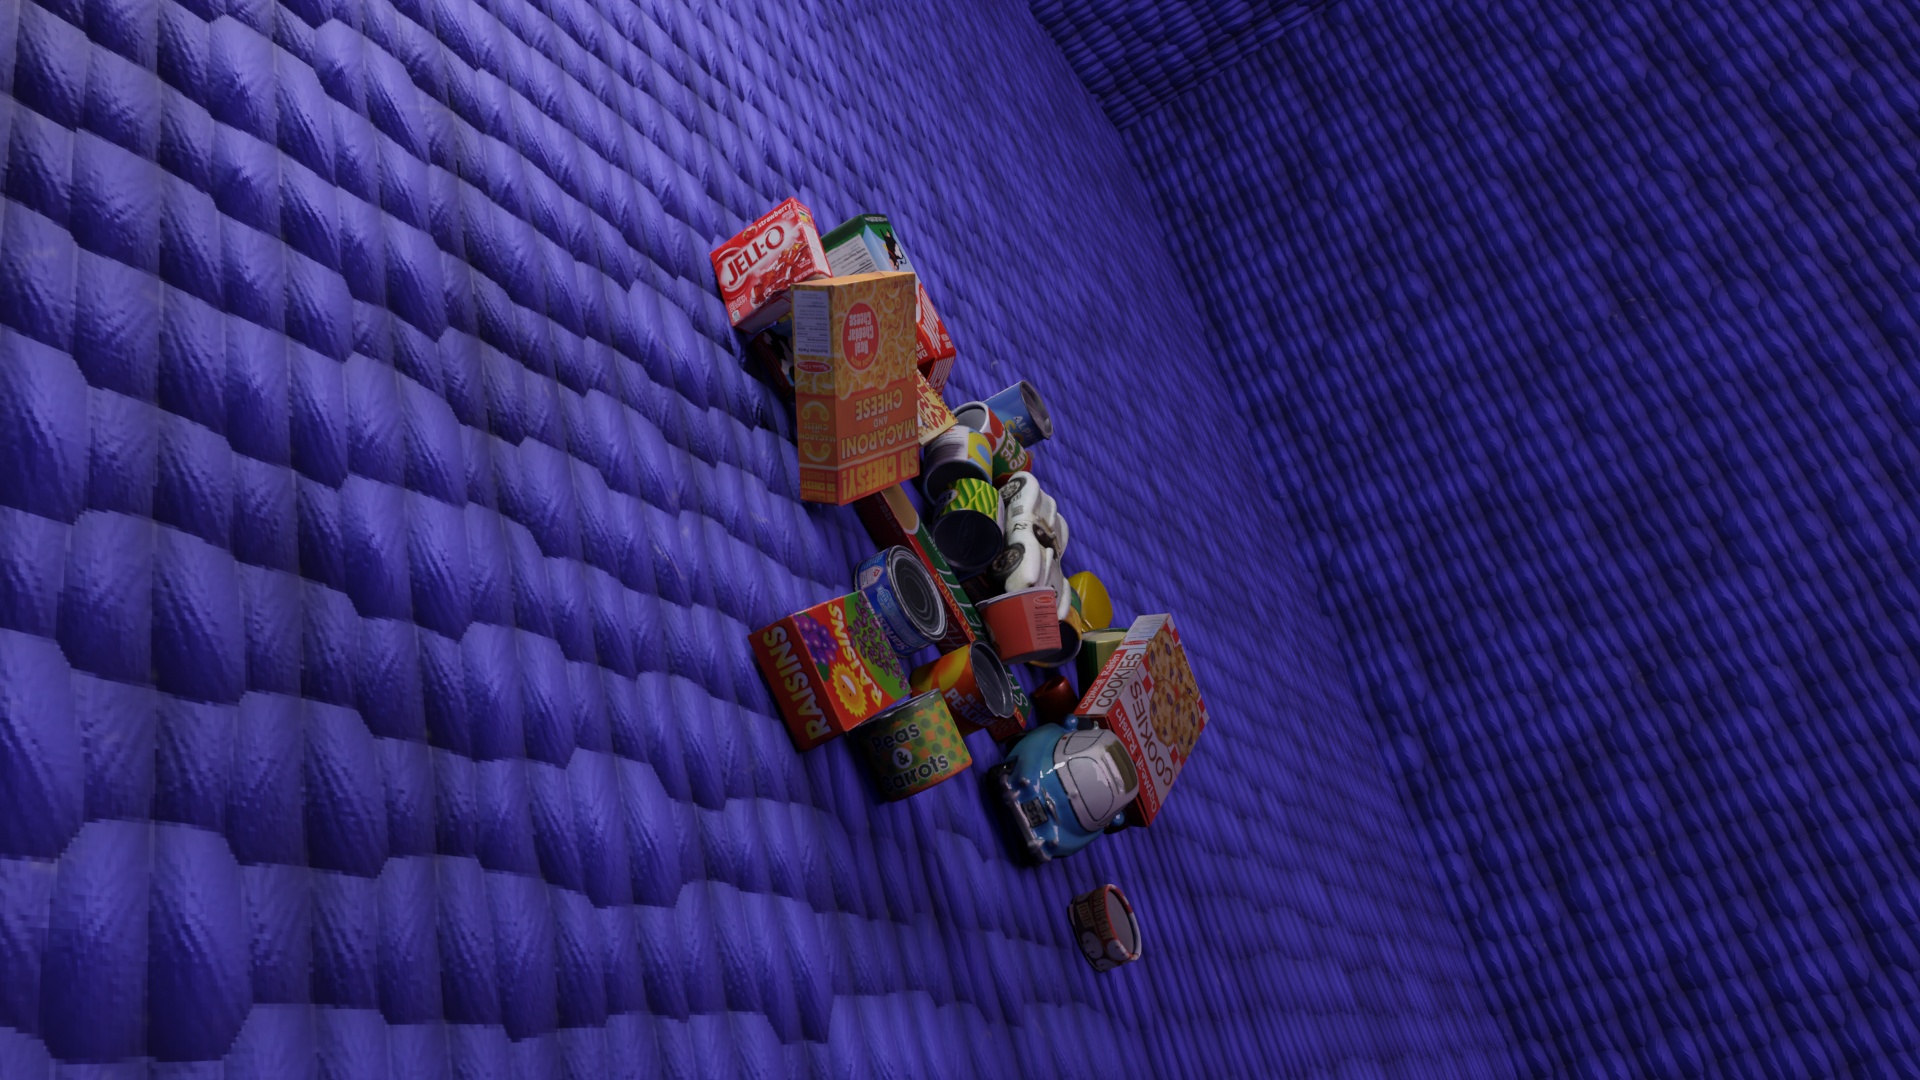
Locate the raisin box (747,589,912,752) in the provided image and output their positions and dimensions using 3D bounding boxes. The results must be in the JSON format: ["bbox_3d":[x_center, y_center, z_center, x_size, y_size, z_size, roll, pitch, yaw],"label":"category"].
[{"bbox_3d":[-0.087,0.086,0.946,0.086,0.040,0.123,65,19,2],"label":"raisin box"}]

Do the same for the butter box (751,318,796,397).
[{"bbox_3d":[-0.114,-0.160,1.128,0.104,0.024,0.053,-30,90,-34],"label":"butter box"}]

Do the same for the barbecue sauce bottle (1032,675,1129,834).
[{"bbox_3d":[0.118,0.199,1.303,0.148,0.043,0.065,60,25,-7],"label":"barbecue sauce bottle"}]

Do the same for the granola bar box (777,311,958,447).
[{"bbox_3d":[-0.081,-0.149,1.220,0.165,0.039,0.124,52,20,-2],"label":"granola bar box"}]

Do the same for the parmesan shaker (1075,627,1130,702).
[{"bbox_3d":[0.150,0.142,1.365,0.071,0.071,0.103,-25,110,-70],"label":"parmesan shaker"}]

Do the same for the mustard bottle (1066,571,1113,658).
[{"bbox_3d":[0.121,0.085,1.446,0.065,0.048,0.161,57,22,-9],"label":"mustard bottle"}]

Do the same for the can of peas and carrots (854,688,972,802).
[{"bbox_3d":[-0.033,0.143,0.966,0.058,0.071,0.071,65,20,3],"label":"can of peas and carrots"}]

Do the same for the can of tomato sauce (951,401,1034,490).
[{"bbox_3d":[0.025,-0.090,1.396,0.083,0.071,0.071,46,26,-38],"label":"can of tomato sauce"}]

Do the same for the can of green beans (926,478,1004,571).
[{"bbox_3d":[0.007,-0.015,1.263,0.071,0.071,0.058,54,21,-25],"label":"can of green beans"}]

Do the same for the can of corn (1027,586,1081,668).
[{"bbox_3d":[0.081,0.079,1.332,0.071,0.071,0.058,53,22,-26],"label":"can of corn"}]

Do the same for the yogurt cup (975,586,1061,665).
[{"bbox_3d":[0.054,0.074,1.186,0.072,0.072,0.054,15,59,-64],"label":"yogurt cup"}]

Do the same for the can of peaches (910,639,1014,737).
[{"bbox_3d":[0.001,0.121,1.092,0.071,0.058,0.071,51,24,-32],"label":"can of peaches"}]

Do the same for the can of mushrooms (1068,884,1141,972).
[{"bbox_3d":[0.122,0.325,1.170,0.071,0.033,0.071,50,24,-32],"label":"can of mushrooms"}]

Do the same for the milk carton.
[{"bbox_3d":[-0.067,-0.207,1.311,0.190,0.073,0.072,62,20,-3],"label":"milk carton"}]

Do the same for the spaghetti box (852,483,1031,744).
[{"bbox_3d":[-0.013,0.057,1.178,0.249,0.028,0.050,59,19,-10],"label":"spaghetti box"}]

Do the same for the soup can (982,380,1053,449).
[{"bbox_3d":[0.046,-0.119,1.464,0.071,0.083,0.072,50,24,-32],"label":"soup can"}]

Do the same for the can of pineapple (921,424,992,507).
[{"bbox_3d":[-0.002,-0.065,1.305,0.071,0.071,0.058,51,23,-30],"label":"can of pineapple"}]

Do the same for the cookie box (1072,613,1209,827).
[{"bbox_3d":[0.171,0.164,1.288,0.168,0.040,0.122,-47,121,-48],"label":"cookie box"}]

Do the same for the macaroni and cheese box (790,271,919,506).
[{"bbox_3d":[-0.080,-0.122,1.085,0.124,0.040,0.166,-26,119,-58],"label":"macaroni and cheese box"}]

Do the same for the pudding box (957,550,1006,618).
[{"bbox_3d":[0.024,0.030,1.302,0.049,0.030,0.084,55,22,-26],"label":"pudding box"}]
